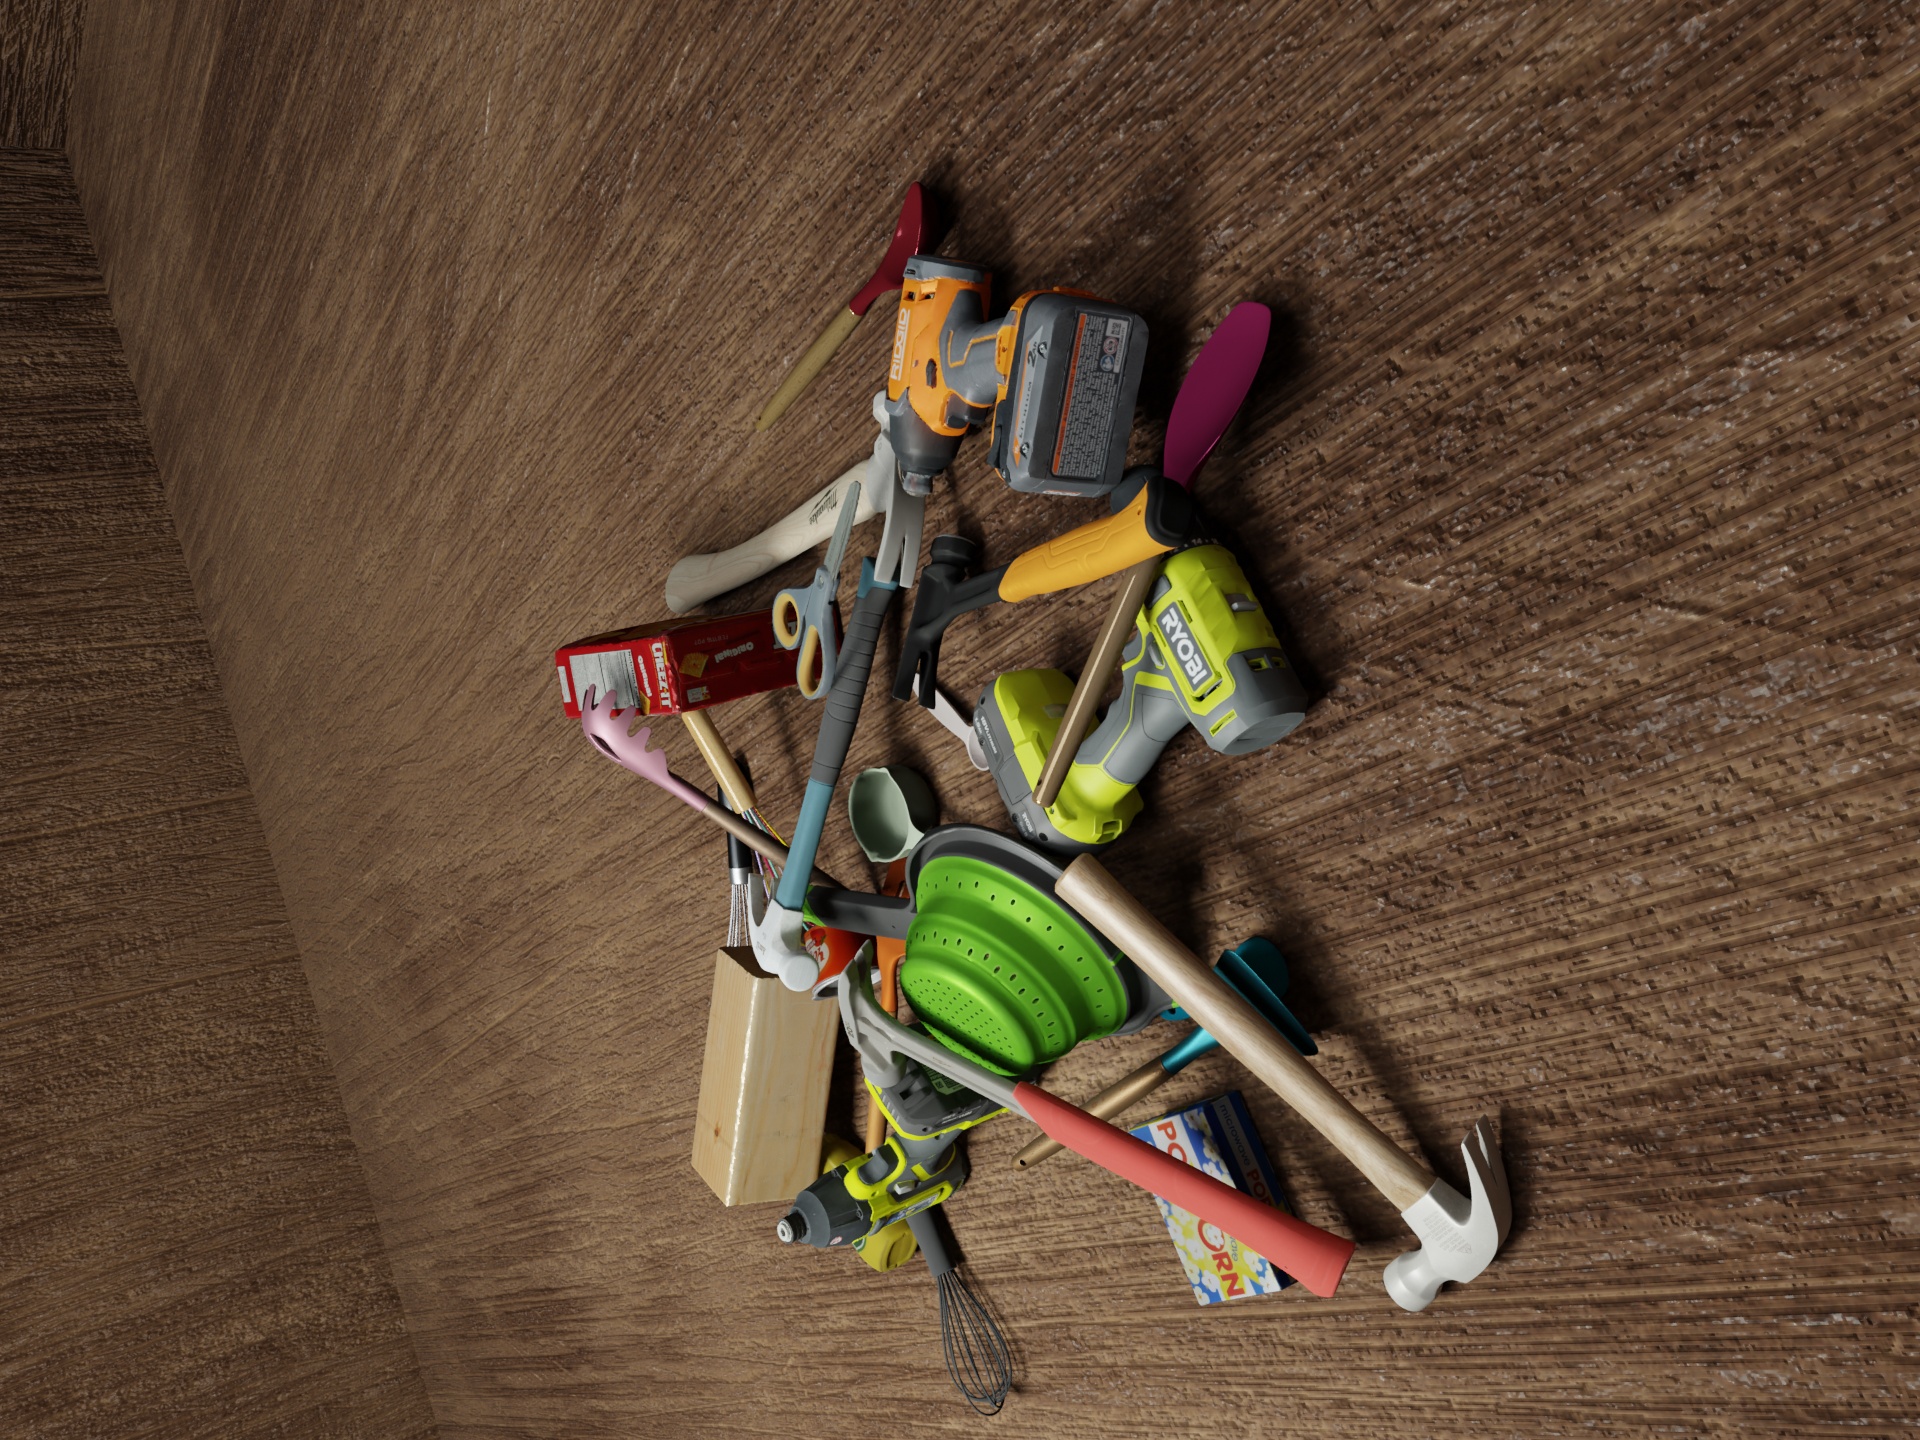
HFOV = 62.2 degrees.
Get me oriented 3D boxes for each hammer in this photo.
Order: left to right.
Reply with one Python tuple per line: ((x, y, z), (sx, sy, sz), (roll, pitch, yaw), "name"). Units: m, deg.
((-0.149, -0.138, 1.312), (0.410, 0.038, 0.146), (-17, 68, 55), "hammer")
((-0.103, 0.035, 1.239), (0.128, 0.033, 0.331), (20, 95, 64), "hammer")
((0.045, -0.087, 1.011), (0.337, 0.034, 0.127), (-14, 60, 65), "hammer")
((0.079, 0.261, 1.021), (0.359, 0.037, 0.149), (23, 145, 22), "hammer")
((0.186, 0.200, 0.952), (0.331, 0.031, 0.130), (43, 132, 15), "hammer")

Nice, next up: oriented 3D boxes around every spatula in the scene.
((-0.054, 0.257, 1.324), (0.081, 0.041, 0.322), (29, 121, 43), "spatula")
((0.119, 0.247, 1.074), (0.082, 0.044, 0.317), (49, 131, 6), "spatula")

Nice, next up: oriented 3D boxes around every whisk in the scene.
((-0.201, 0.176, 1.488), (0.070, 0.070, 0.284), (-1, 94, 52), "whisk")
((-0.171, 0.092, 1.382), (0.047, 0.051, 0.245), (-22, 102, 29), "whisk")
((-0.016, 0.466, 1.344), (0.055, 0.055, 0.239), (-49, 59, 47), "whisk")

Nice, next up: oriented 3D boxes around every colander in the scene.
((-0.027, 0.175, 1.153), (0.397, 0.094, 0.204), (0, 130, 49), "colander")

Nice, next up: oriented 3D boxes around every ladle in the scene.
((-0.092, -0.302, 1.221), (0.315, 0.031, 0.069), (-35, 51, 53), "ladle")

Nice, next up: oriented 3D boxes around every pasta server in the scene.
((-0.183, 0.078, 1.307), (0.316, 0.040, 0.060), (36, 156, -14), "pasta server")

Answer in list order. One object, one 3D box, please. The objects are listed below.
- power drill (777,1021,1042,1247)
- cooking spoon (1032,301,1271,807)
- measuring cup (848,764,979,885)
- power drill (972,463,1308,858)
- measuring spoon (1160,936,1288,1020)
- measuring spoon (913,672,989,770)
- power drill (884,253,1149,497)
((-0.042, 0.325, 1.234), (0.080, 0.171, 0.223), (51, 133, 28), "power drill")
((0.109, -0.093, 0.936), (0.319, 0.017, 0.069), (-67, 28, 11), "cooking spoon")
((-0.022, 0.089, 1.244), (0.168, 0.038, 0.083), (28, 118, 39), "measuring cup")
((0.103, -0.031, 1.017), (0.228, 0.080, 0.191), (-47, 58, 45), "power drill")
((0.165, 0.178, 1.044), (0.128, 0.021, 0.042), (-39, 70, 50), "measuring spoon")
((-0.002, -0.004, 1.213), (0.124, 0.018, 0.034), (45, 133, 44), "measuring spoon")
((0.021, -0.210, 1.035), (0.227, 0.084, 0.164), (35, 119, 55), "power drill")
